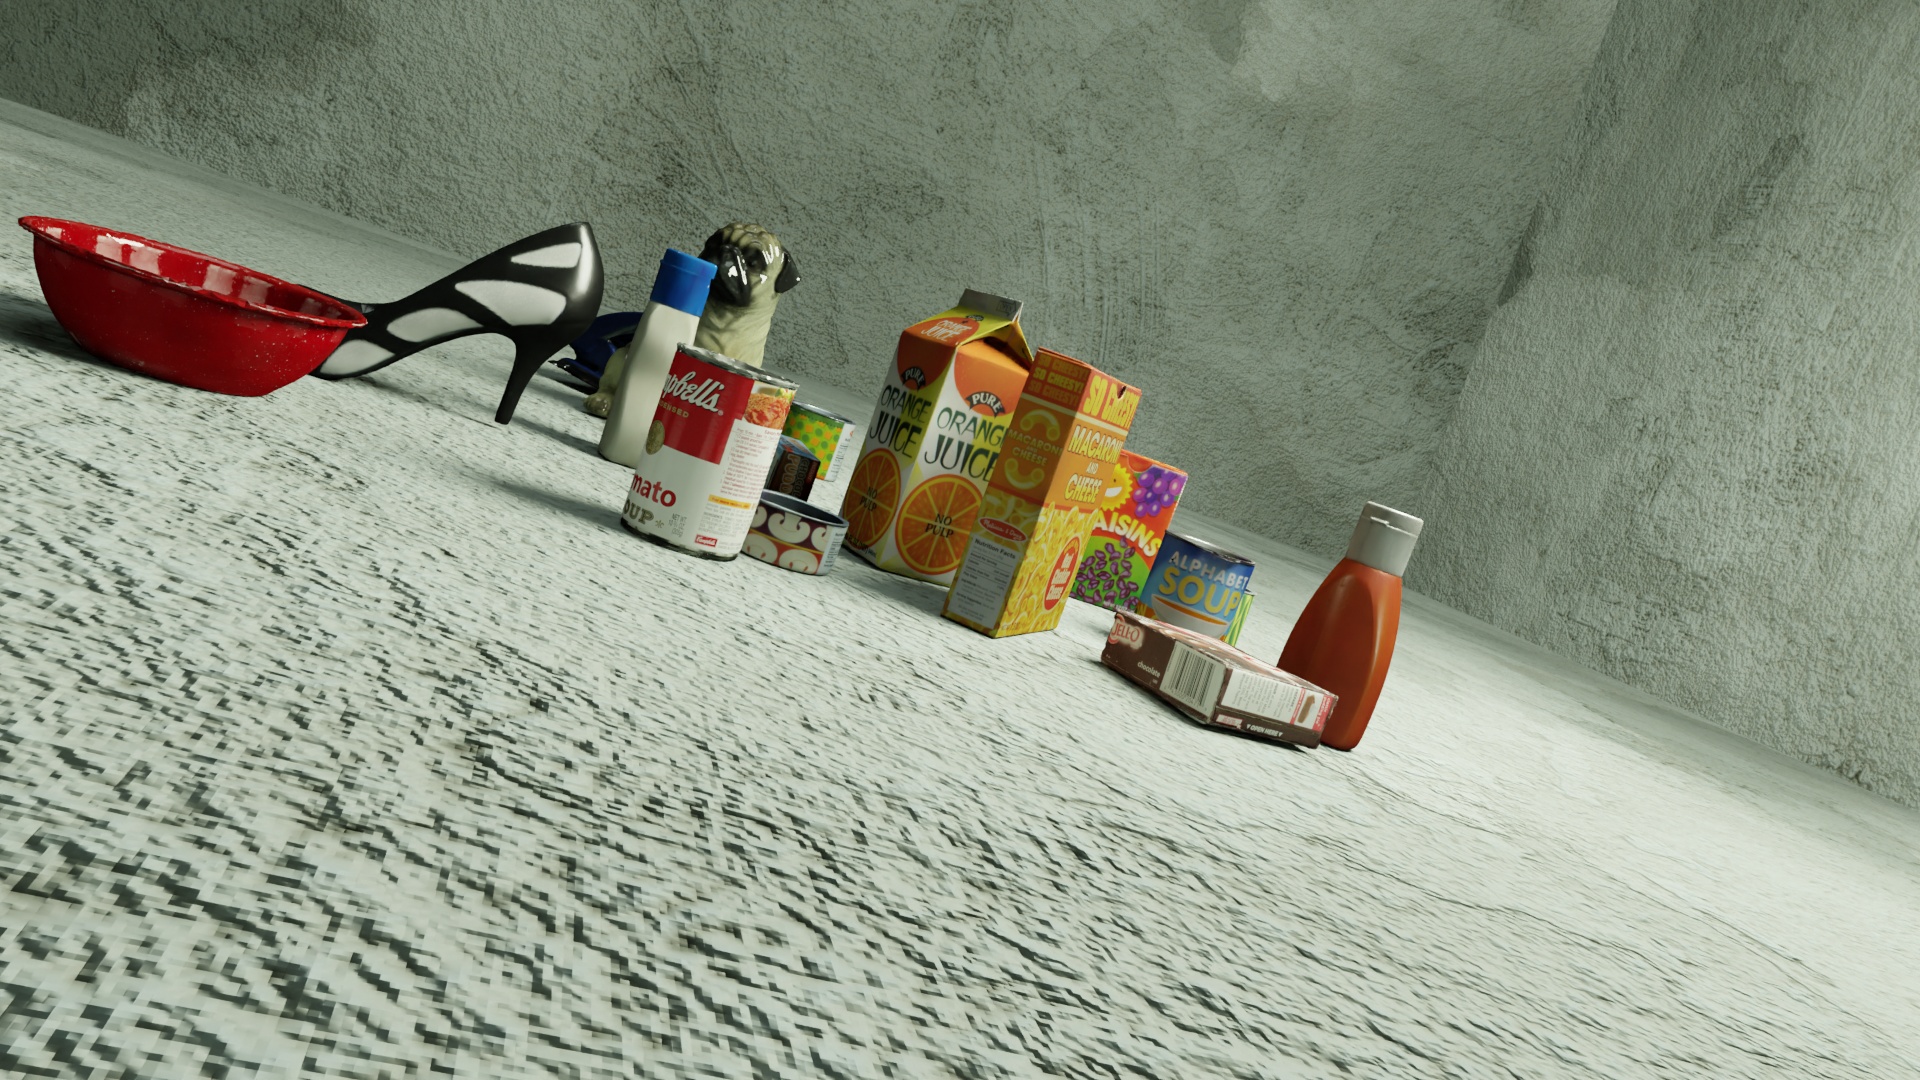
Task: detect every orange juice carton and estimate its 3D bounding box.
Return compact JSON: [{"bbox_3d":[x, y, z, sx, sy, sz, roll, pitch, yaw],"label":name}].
[{"bbox_3d":[-0.011,-0.073,0.924,0.073,0.192,0.072,16,7,-35],"label":"orange juice carton"}]

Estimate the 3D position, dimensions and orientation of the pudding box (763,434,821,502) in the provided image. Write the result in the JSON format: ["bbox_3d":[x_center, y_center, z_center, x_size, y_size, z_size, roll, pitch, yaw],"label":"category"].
[{"bbox_3d":[-0.126,-0.045,0.979,0.030,0.049,0.084,18,7,-20],"label":"pudding box"}]

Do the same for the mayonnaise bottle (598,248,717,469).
[{"bbox_3d":[-0.207,-0.124,0.951,0.041,0.148,0.065,18,6,-18],"label":"mayonnaise bottle"}]

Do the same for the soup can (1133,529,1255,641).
[{"bbox_3d":[0.158,0.043,0.957,0.071,0.083,0.071,20,6,-2],"label":"soup can"}]

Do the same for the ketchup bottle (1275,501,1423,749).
[{"bbox_3d":[0.241,0.051,0.860,0.065,0.148,0.043,25,8,37],"label":"ketchup bottle"}]

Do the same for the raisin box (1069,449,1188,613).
[{"bbox_3d":[0.116,-0.012,1.099,0.086,0.123,0.040,19,6,-11],"label":"raisin box"}]

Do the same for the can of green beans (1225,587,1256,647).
[{"bbox_3d":[0.180,0.054,1.039,0.071,0.057,0.071,20,6,-2],"label":"can of green beans"}]

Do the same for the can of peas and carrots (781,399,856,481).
[{"bbox_3d":[-0.139,-0.093,1.281,0.071,0.058,0.071,20,6,-2],"label":"can of peas and carrots"}]

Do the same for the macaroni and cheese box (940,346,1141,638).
[{"bbox_3d":[0.054,-0.026,0.850,0.040,0.166,0.124,22,7,20],"label":"macaroni and cheese box"}]

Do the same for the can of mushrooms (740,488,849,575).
[{"bbox_3d":[-0.103,-0.007,0.806,0.071,0.033,0.071,20,7,-2],"label":"can of mushrooms"}]
